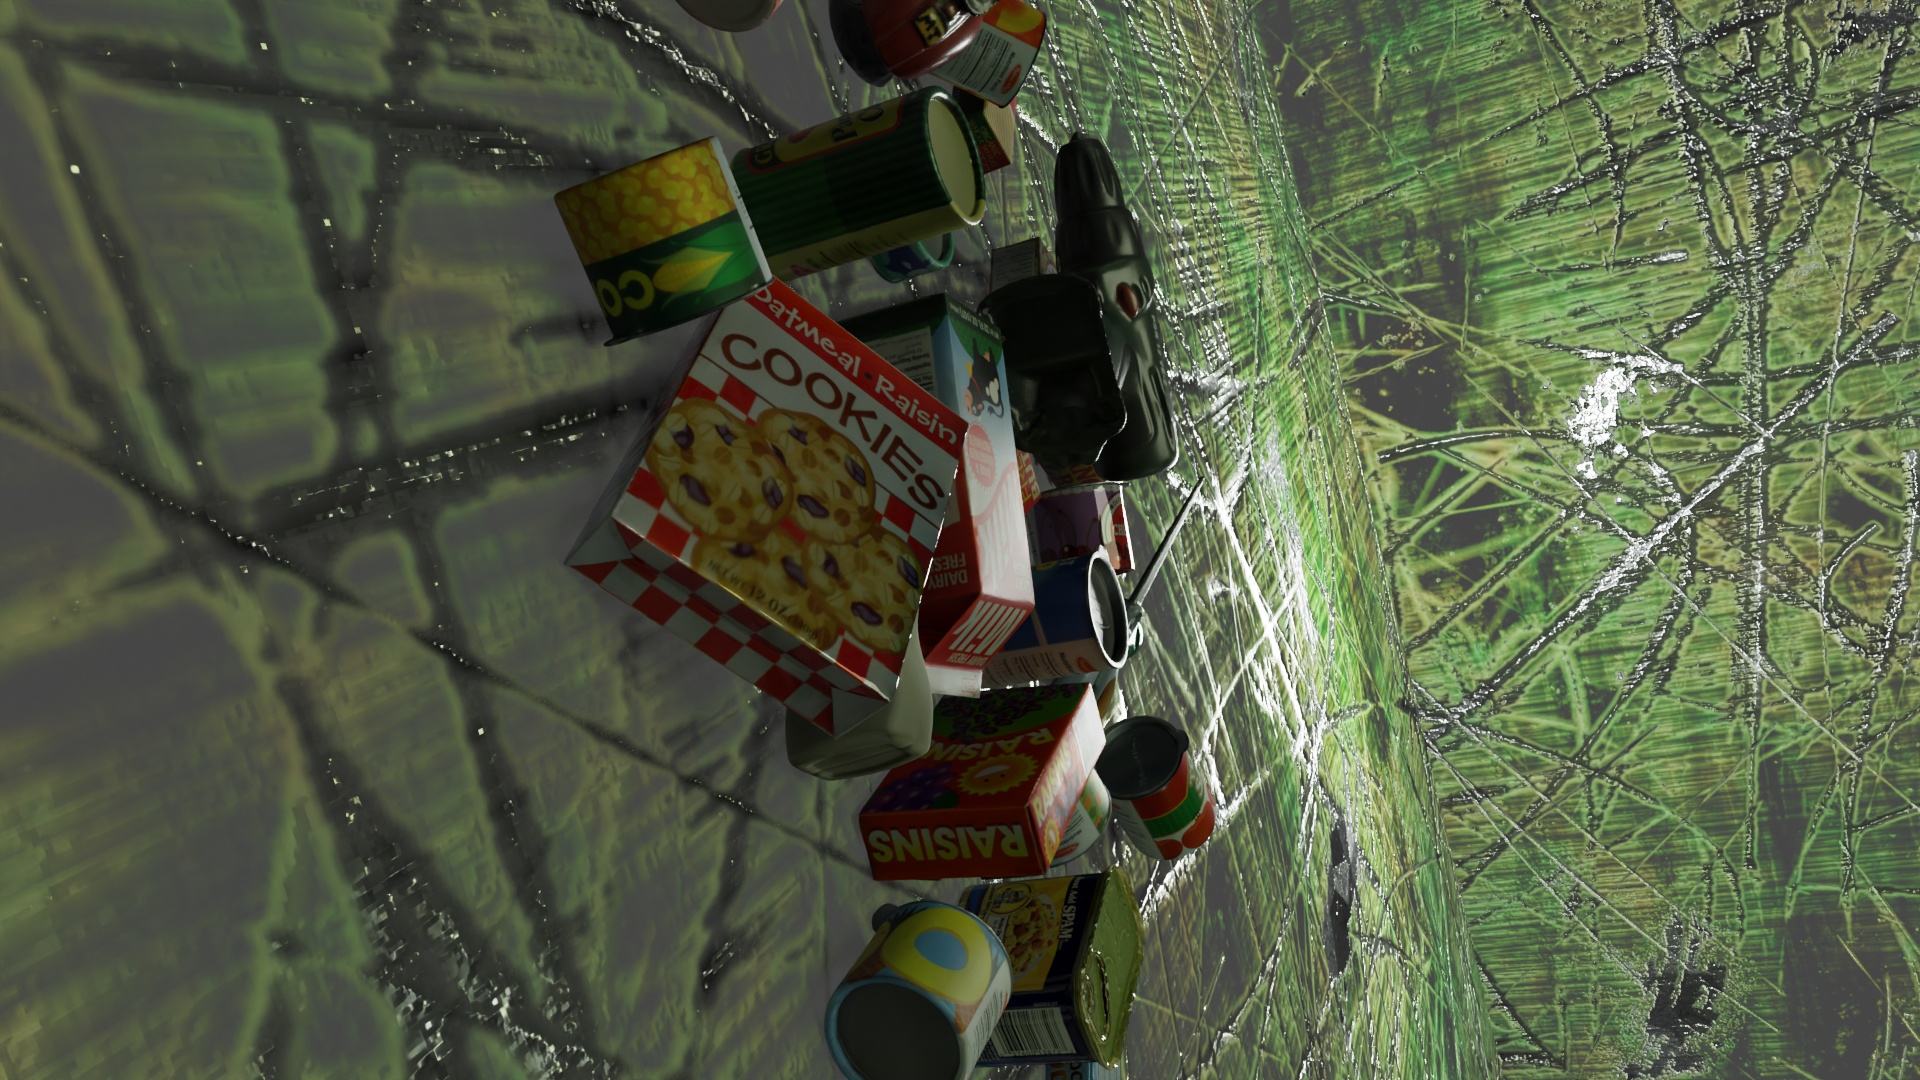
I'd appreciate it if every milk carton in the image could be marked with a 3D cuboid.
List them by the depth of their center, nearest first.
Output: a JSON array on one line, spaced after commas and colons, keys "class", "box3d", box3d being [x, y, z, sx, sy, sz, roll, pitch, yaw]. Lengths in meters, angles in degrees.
[{"class": "milk carton", "box3d": [-0.014, -0.017, 0.694, 0.072, 0.073, 0.191, 19, 62, -64]}]

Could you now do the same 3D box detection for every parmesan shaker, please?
[{"class": "parmesan shaker", "box3d": [-0.047, -0.167, 0.654, 0.071, 0.103, 0.071, -13, 91, -67]}]

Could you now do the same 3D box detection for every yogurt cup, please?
[{"class": "yogurt cup", "box3d": [-0.101, -0.270, 0.631, 0.072, 0.072, 0.054, 55, 40, -43]}]

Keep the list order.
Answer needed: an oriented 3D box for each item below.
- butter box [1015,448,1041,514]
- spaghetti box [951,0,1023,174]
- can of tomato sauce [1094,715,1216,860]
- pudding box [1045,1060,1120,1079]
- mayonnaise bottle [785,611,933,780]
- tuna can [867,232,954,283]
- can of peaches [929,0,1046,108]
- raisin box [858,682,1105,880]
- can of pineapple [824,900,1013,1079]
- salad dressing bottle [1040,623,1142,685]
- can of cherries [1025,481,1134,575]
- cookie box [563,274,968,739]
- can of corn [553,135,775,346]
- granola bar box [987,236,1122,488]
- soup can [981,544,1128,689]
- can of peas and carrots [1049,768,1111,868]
[{"class": "butter box", "box3d": [0.019, -0.064, 0.856, 0.053, 0.024, 0.103, -45, 120, -63]}, {"class": "spaghetti box", "box3d": [0.022, -0.369, 1.008, 0.050, 0.028, 0.251, 53, 34, -47]}, {"class": "can of tomato sauce", "box3d": [0.134, 0.169, 0.952, 0.071, 0.071, 0.082, -80, 150, -41]}, {"class": "pudding box", "box3d": [0.069, 0.313, 0.782, 0.049, 0.030, 0.084, 48, 37, -52]}, {"class": "mayonnaise bottle", "box3d": [-0.046, 0.028, 0.617, 0.041, 0.064, 0.149, 35, 43, -48]}, {"class": "tuna can", "box3d": [-0.031, -0.180, 0.787, 0.071, 0.033, 0.071, 42, 42, -54]}, {"class": "can of peaches", "box3d": [0.014, -0.323, 0.896, 0.058, 0.071, 0.071, 19, 53, -19]}, {"class": "raisin box", "box3d": [0.013, 0.116, 0.676, 0.124, 0.086, 0.040, -48, 128, -63]}, {"class": "can of pineapple", "box3d": [-0.019, 0.196, 0.592, 0.058, 0.071, 0.071, -41, 117, -64]}, {"class": "salad dressing bottle", "box3d": [0.082, 0.063, 0.913, 0.148, 0.044, 0.064, 6, 90, -66]}, {"class": "can of cherries", "box3d": [0.080, -0.004, 0.909, 0.071, 0.071, 0.058, 9, 71, -66]}, {"class": "cookie box", "box3d": [-0.068, -0.022, 0.556, 0.123, 0.040, 0.168, 36, 40, -20]}, {"class": "can of corn", "box3d": [-0.114, -0.113, 0.524, 0.058, 0.071, 0.071, 70, 24, -18]}, {"class": "granola bar box", "box3d": [0.070, -0.112, 0.980, 0.165, 0.039, 0.125, 49, 36, -48]}, {"class": "soup can", "box3d": [0.045, 0.044, 0.788, 0.071, 0.083, 0.071, -13, 91, -68]}, {"class": "can of peas and carrots", "box3d": [0.041, 0.134, 0.760, 0.071, 0.071, 0.058, -77, 146, -45]}]
